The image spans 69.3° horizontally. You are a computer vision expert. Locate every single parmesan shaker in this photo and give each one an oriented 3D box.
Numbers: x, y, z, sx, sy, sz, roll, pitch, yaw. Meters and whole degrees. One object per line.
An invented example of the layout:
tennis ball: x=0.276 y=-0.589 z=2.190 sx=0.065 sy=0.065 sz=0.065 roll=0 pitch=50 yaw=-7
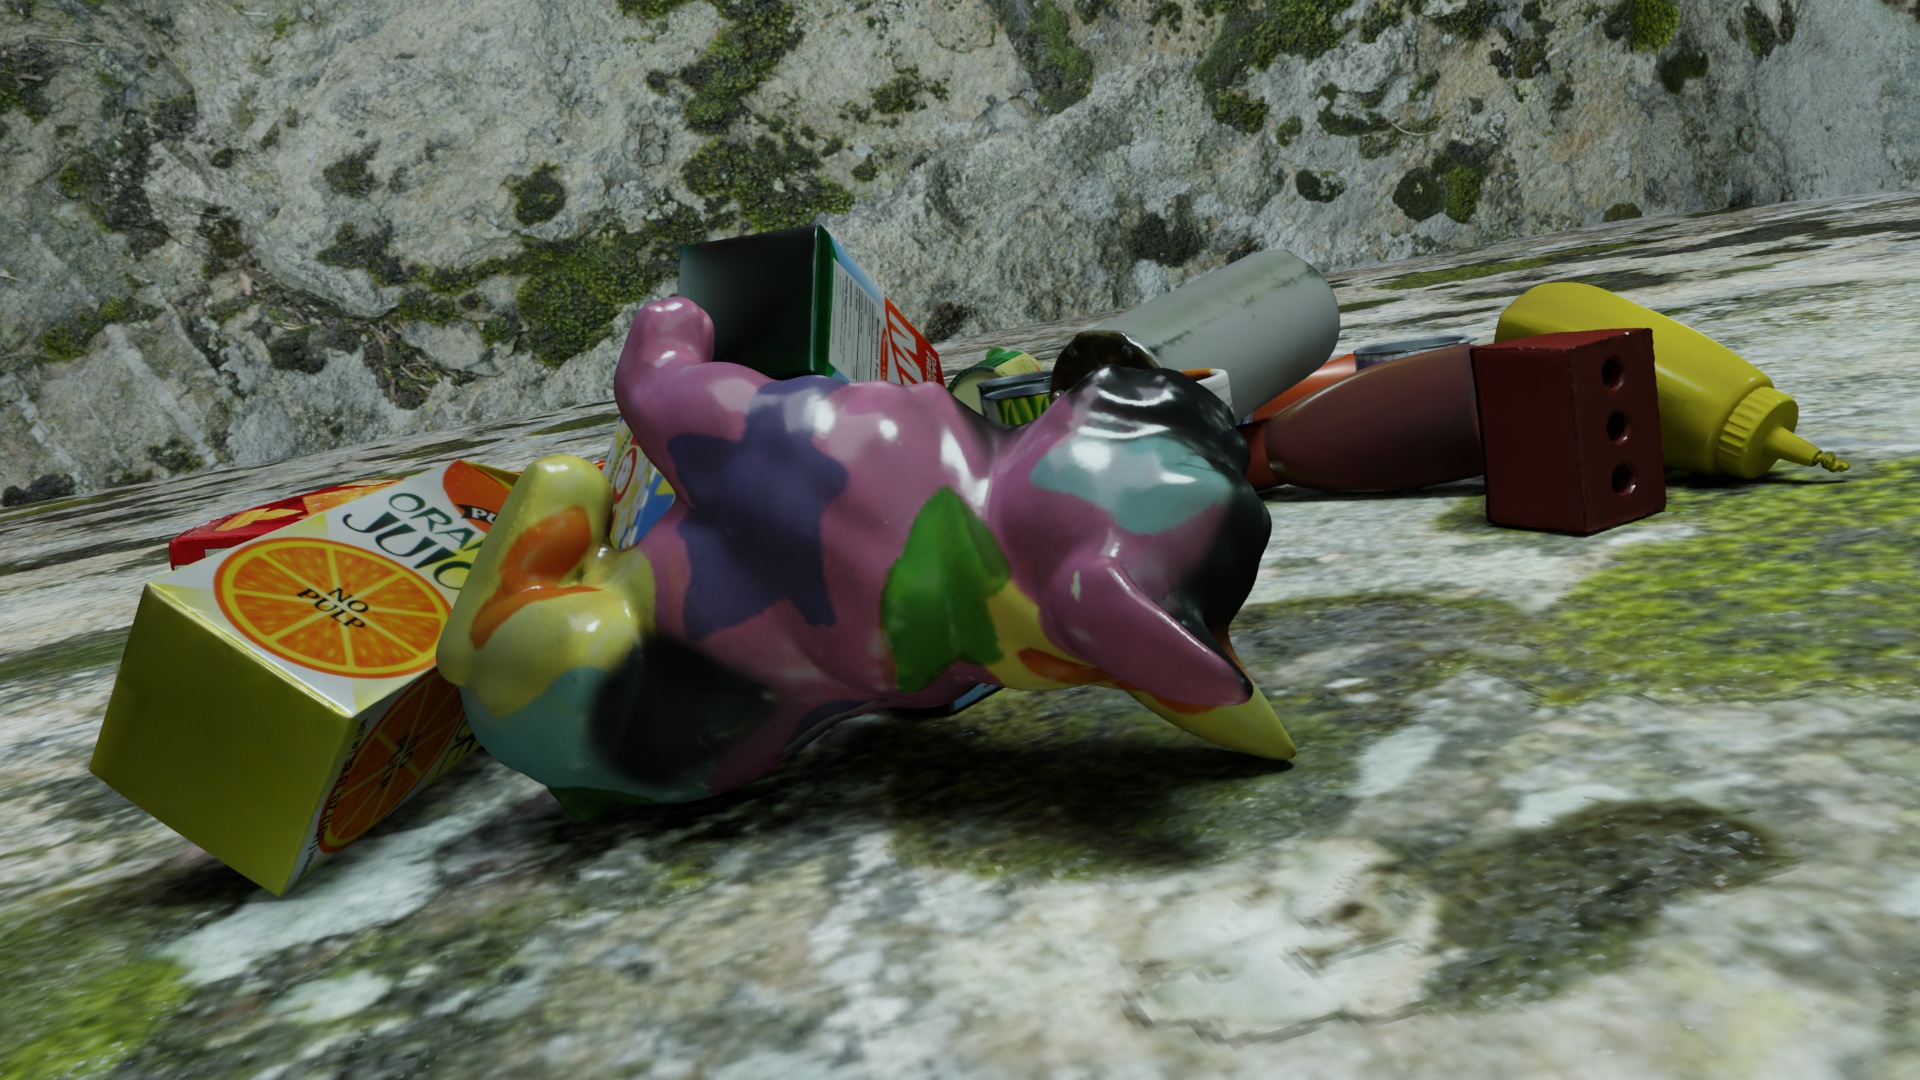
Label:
parmesan shaker: x=0.029 y=-0.122 z=1.150 sx=0.071 sy=0.071 sz=0.103 roll=-6 pitch=12 yaw=17

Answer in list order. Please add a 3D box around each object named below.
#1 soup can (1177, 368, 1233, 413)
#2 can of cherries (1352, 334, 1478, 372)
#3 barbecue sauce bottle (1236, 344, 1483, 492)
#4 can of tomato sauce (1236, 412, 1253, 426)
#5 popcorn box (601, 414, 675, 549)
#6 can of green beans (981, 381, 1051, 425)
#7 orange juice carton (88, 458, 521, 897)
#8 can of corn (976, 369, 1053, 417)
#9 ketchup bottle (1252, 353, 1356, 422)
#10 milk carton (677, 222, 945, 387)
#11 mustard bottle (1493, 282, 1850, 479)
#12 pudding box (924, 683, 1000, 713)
soup can: x=0.086 y=-0.028 z=0.604 sx=0.071 sy=0.083 sz=0.071 roll=-10 pitch=11 yaw=2
can of cherries: x=0.270 y=-0.088 z=0.817 sx=0.071 sy=0.058 sz=0.071 roll=-8 pitch=10 yaw=2
barbecue sauce bottle: x=0.196 y=-0.053 z=0.704 sx=0.148 sy=0.065 sz=0.044 roll=-11 pitch=-2 yaw=40
can of tomato sauce: x=0.136 y=-0.088 z=0.904 sx=0.071 sy=0.071 sz=0.083 roll=-19 pitch=14 yaw=-42
popcorn box: x=-0.123 y=-0.003 z=0.554 sx=0.038 sy=0.126 sz=0.085 roll=20 pitch=-4 yaw=-26
can of green beans: x=0.051 y=-0.073 z=0.922 sx=0.071 sy=0.057 sz=0.071 roll=-9 pitch=11 yaw=2
orange juice carton: x=-0.187 y=0.031 z=0.479 sx=0.073 sy=0.071 sz=0.193 roll=31 pitch=22 yaw=4
can of corn: x=0.051 y=-0.090 z=1.010 sx=0.071 sy=0.058 sz=0.071 roll=-9 pitch=11 yaw=2
ketchup bottle: x=0.248 y=-0.105 z=0.960 sx=0.149 sy=0.043 sz=0.065 roll=-5 pitch=12 yaw=20
milk carton: x=-0.062 y=-0.076 z=0.688 sx=0.072 sy=0.073 sz=0.190 roll=-6 pitch=-18 yaw=20
mustard bottle: x=0.317 y=-0.065 z=0.625 sx=0.049 sy=0.065 sz=0.160 roll=-34 pitch=42 yaw=-16
pudding box: x=0.003 y=0.033 z=0.507 sx=0.049 sy=0.030 sz=0.084 roll=2 pitch=16 yaw=41
